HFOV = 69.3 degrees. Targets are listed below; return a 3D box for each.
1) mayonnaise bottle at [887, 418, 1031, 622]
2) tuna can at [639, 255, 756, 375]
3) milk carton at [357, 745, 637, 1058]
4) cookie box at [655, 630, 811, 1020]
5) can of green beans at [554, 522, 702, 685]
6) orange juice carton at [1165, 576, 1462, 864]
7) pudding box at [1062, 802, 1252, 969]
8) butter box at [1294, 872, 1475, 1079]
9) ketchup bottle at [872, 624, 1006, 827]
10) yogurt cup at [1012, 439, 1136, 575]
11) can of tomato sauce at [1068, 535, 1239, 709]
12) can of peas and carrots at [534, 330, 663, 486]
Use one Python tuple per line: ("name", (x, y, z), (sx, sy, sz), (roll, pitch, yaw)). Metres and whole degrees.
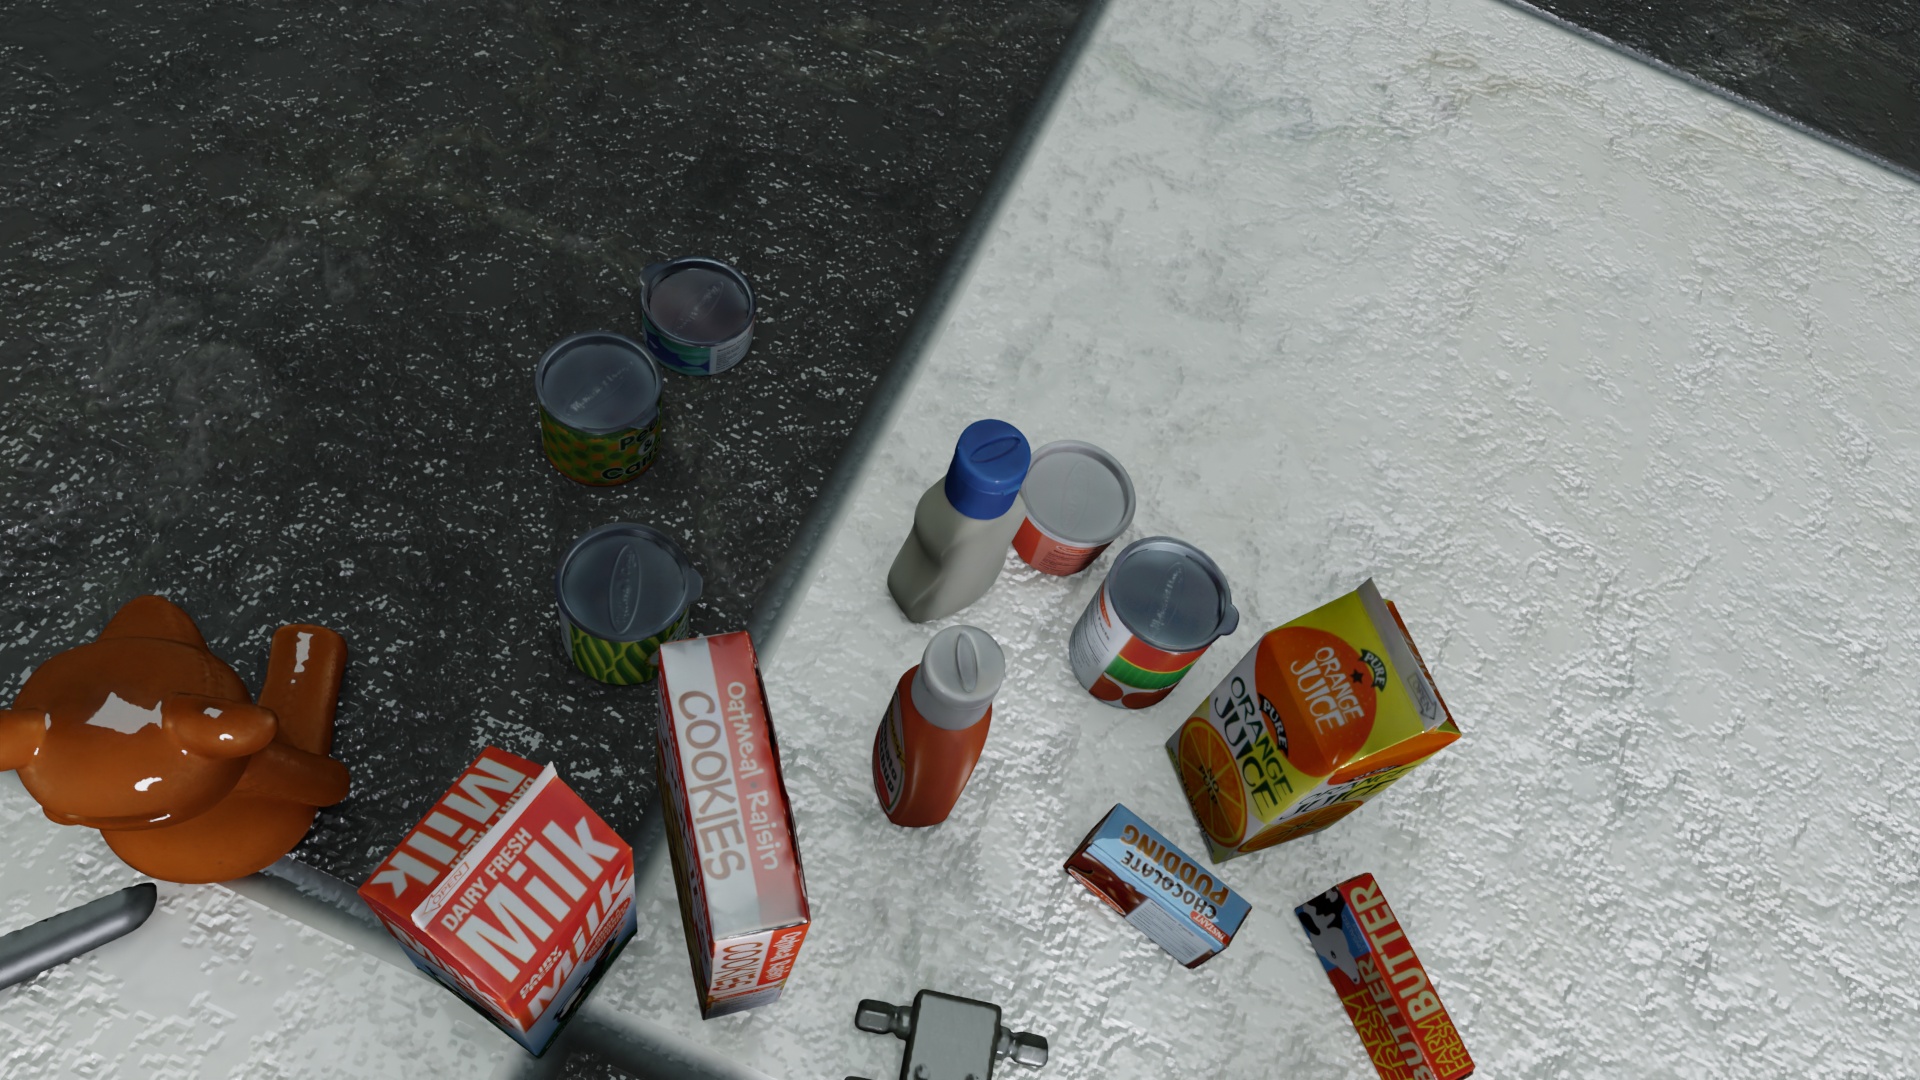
("mayonnaise bottle", (0.003, -0.009, 0.718), (0.065, 0.147, 0.041), (-25, 70, -24))
("tuna can", (-0.157, -0.133, 0.818), (0.071, 0.032, 0.071), (5, 60, -10))
("milk carton", (-0.183, 0.147, 0.564), (0.073, 0.189, 0.073), (34, 60, 7))
("cookie box", (-0.103, 0.129, 0.606), (0.040, 0.166, 0.123), (-9, 64, -17))
("can of green beans", (-0.171, 0.033, 0.707), (0.071, 0.057, 0.071), (5, 61, -10))
("orange juice carton", (0.173, 0.090, 0.675), (0.073, 0.191, 0.072), (-12, 65, -18))
("pudding box", (0.097, 0.173, 0.695), (0.084, 0.049, 0.030), (37, 60, 9))
("butter box", (0.209, 0.222, 0.691), (0.024, 0.053, 0.104), (-16, 66, -20))
("ketchup bottle", (-0.011, 0.086, 0.661), (0.043, 0.148, 0.065), (-1, 62, -13))
("yogurt cup", (0.060, -0.015, 0.789), (0.072, 0.053, 0.073), (5, 61, -10))
("can of tomato sauce", (0.102, 0.046, 0.747), (0.071, 0.082, 0.071), (5, 61, -10))
("can of peas and carrots", (-0.194, -0.070, 0.759), (0.071, 0.058, 0.071), (5, 61, -10))
